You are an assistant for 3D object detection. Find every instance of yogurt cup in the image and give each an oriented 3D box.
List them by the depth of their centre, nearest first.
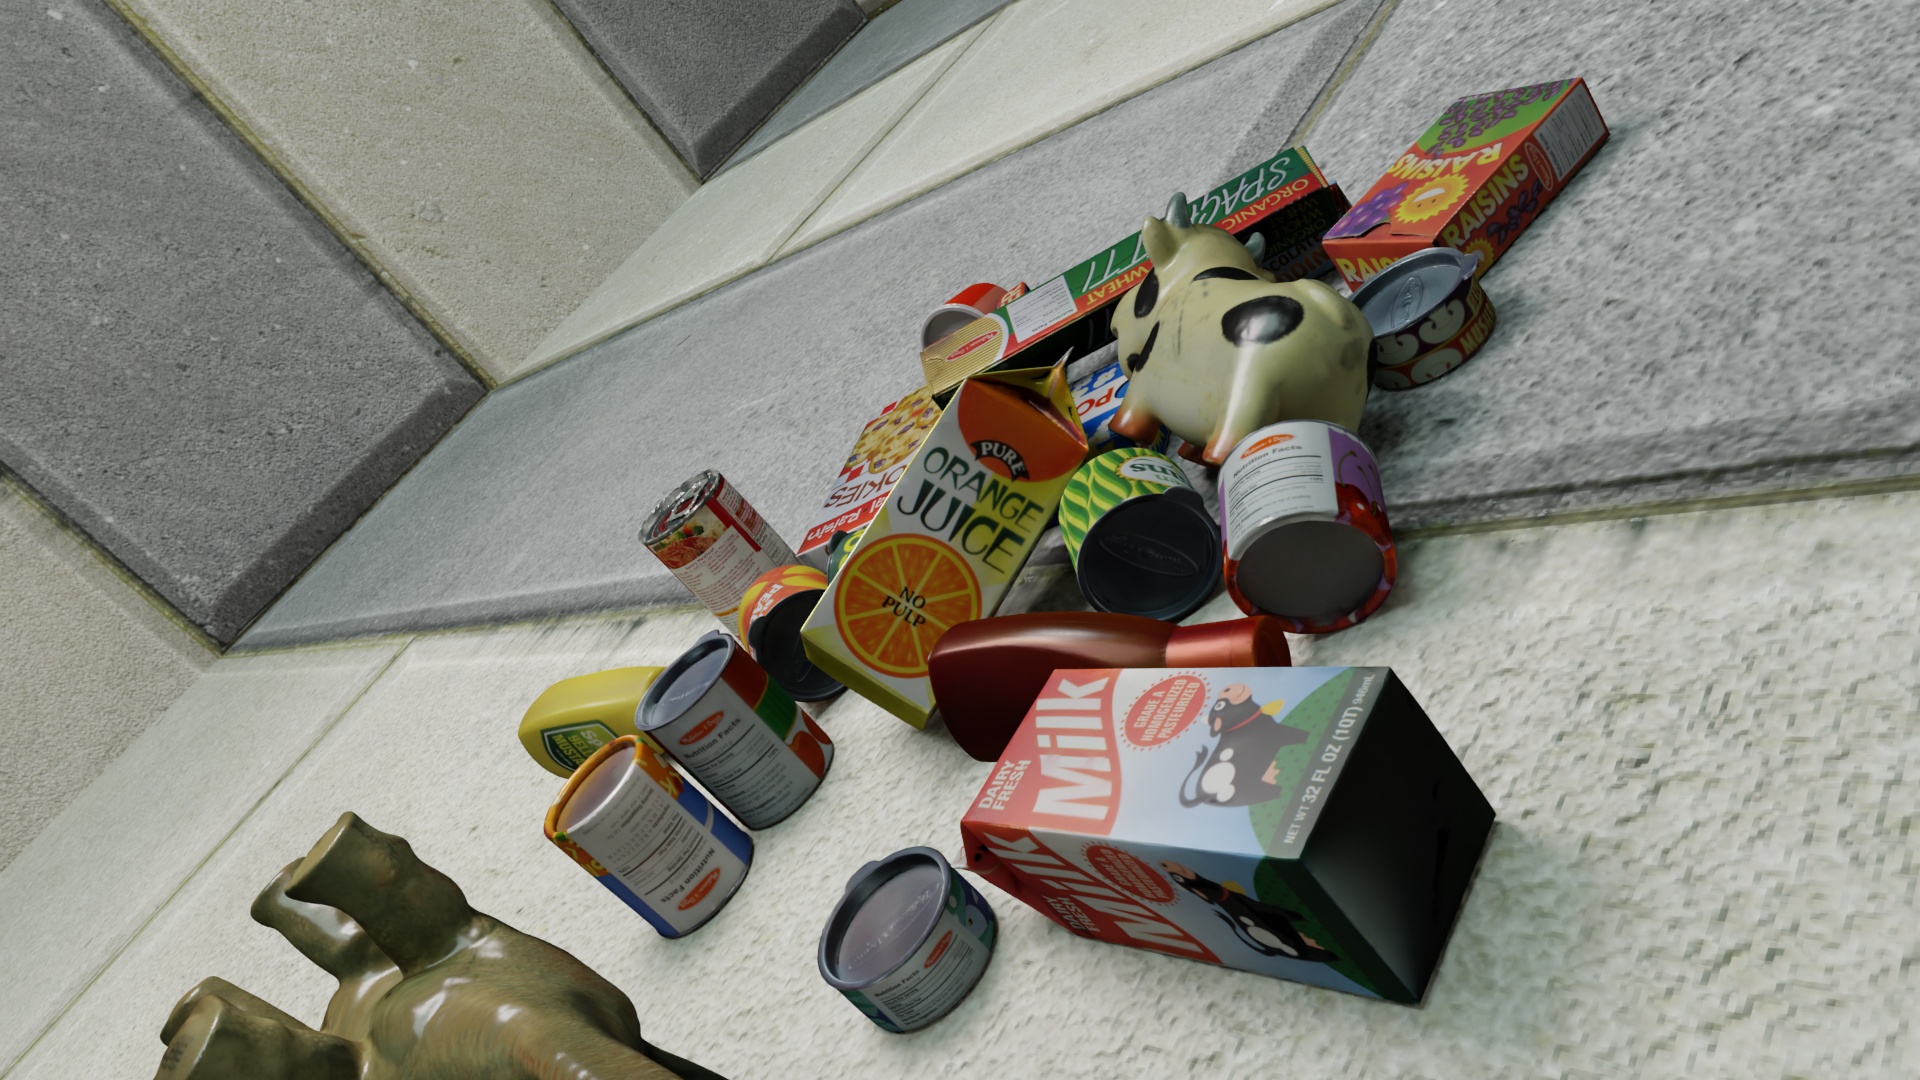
[{"bbox_3d":[0.012,-0.150,1.003,0.072,0.072,0.054,-20,23,39],"label":"yogurt cup"}]

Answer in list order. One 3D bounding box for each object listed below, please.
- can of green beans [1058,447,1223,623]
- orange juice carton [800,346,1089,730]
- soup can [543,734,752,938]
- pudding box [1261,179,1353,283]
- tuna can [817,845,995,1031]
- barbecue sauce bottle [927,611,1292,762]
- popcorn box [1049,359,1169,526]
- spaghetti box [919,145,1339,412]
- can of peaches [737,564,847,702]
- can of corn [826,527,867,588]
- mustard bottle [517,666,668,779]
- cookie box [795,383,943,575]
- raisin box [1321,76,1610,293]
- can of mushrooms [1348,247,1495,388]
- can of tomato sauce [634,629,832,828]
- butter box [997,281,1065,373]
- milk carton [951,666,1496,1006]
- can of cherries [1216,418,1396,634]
[{"bbox_3d":[0.082,-0.003,0.637,0.071,0.071,0.058,-35,24,11],"label":"can of green beans"},{"bbox_3d":[0.002,-0.009,0.690,0.193,0.073,0.071,-58,-4,-15],"label":"orange juice carton"},{"bbox_3d":[-0.159,0.149,0.706,0.071,0.083,0.072,-33,24,17],"label":"soup can"},{"bbox_3d":[0.191,-0.170,0.811,0.083,0.030,0.050,-28,26,25],"label":"pudding box"},{"bbox_3d":[-0.022,0.157,0.553,0.071,0.032,0.071,-32,25,17],"label":"tuna can"},{"bbox_3d":[0.060,0.057,0.574,0.148,0.064,0.044,-10,25,35],"label":"barbecue sauce bottle"},{"bbox_3d":[0.057,-0.050,0.790,0.126,0.038,0.085,-24,28,32],"label":"popcorn box"},{"bbox_3d":[0.093,-0.145,0.796,0.250,0.028,0.050,-27,41,12],"label":"spaghetti box"},{"bbox_3d":[-0.093,0.051,0.795,0.071,0.071,0.058,-43,23,-5],"label":"can of peaches"},{"bbox_3d":[-0.031,0.017,0.762,0.058,0.071,0.071,-19,31,39],"label":"can of corn"},{"bbox_3d":[-0.207,0.109,0.873,0.160,0.065,0.049,-19,33,32],"label":"mustard bottle"},{"bbox_3d":[-0.026,-0.047,0.907,0.122,0.040,0.168,-25,27,32],"label":"cookie box"},{"bbox_3d":[0.260,-0.182,0.720,0.123,0.040,0.086,-46,25,-11],"label":"raisin box"},{"bbox_3d":[0.217,-0.106,0.657,0.071,0.033,0.071,-33,24,17],"label":"can of mushrooms"},{"bbox_3d":[-0.118,0.099,0.731,0.071,0.083,0.071,-33,25,17],"label":"can of tomato sauce"},{"bbox_3d":[0.046,-0.127,0.922,0.024,0.053,0.104,-32,25,24],"label":"butter box"},{"bbox_3d":[0.071,0.093,0.476,0.190,0.073,0.073,-7,41,52],"label":"milk carton"},{"bbox_3d":[0.139,-0.004,0.555,0.071,0.071,0.059,-28,33,27],"label":"can of cherries"}]
